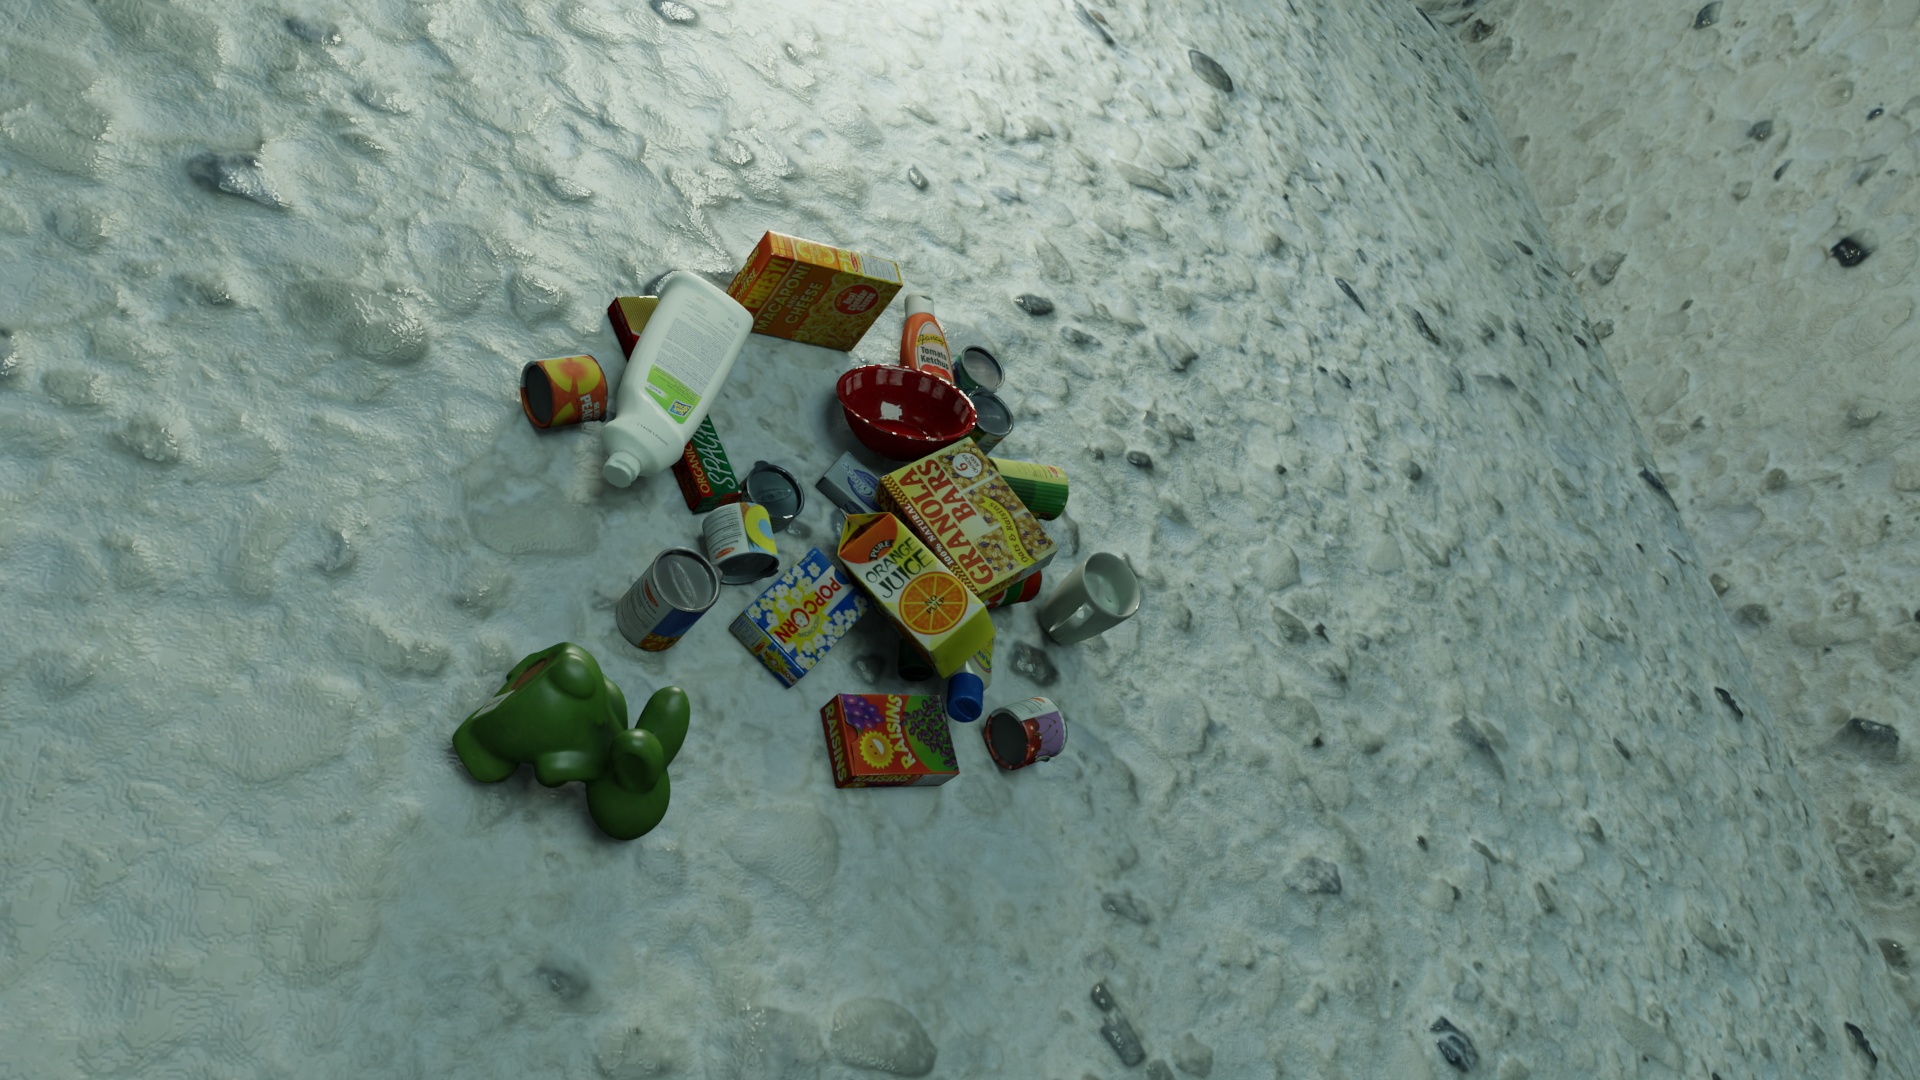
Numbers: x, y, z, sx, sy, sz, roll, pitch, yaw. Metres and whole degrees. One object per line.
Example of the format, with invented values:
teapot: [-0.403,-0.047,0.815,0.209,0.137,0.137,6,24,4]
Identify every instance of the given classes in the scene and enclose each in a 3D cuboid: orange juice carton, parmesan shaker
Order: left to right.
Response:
orange juice carton: [-0.057,0.043,1.406,0.073,0.071,0.193,-40,61,-11]
parmesan shaker: [0.066,-0.061,1.632,0.103,0.071,0.071,6,57,-35]

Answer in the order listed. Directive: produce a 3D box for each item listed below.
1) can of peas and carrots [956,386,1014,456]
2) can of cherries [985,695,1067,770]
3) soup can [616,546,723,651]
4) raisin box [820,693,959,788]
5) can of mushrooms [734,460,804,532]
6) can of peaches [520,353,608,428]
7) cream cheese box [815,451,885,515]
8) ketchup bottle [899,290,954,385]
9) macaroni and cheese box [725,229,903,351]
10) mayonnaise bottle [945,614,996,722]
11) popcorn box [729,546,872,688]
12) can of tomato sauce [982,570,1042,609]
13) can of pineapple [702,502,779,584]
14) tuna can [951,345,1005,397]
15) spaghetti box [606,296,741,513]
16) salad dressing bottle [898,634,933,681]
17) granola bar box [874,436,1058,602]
can of peas and carrots: [0.019,-0.138,1.653,0.071,0.058,0.071,22,48,-26]
can of cherries: [0.068,0.202,1.442,0.058,0.071,0.071,-10,68,-43]
soup can: [-0.264,0.054,1.265,0.071,0.083,0.072,21,49,-27]
raisin box: [-0.068,0.195,1.354,0.123,0.040,0.086,6,58,-35]
can of mushrooms: [-0.198,-0.045,1.428,0.071,0.033,0.071,21,50,-26]
can of peaches: [-0.378,-0.141,1.326,0.058,0.071,0.071,-14,70,-44]
cream cheese box: [-0.102,-0.046,1.512,0.104,0.024,0.054,41,43,-7]
ketchup bottle: [-0.045,-0.236,1.684,0.065,0.043,0.149,15,52,-31]
macaroni and cheese box: [-0.168,-0.277,1.554,0.167,0.123,0.040,7,54,-36]
mayonnaise bottle: [0.008,0.125,1.439,0.064,0.041,0.149,48,25,-27]
popcorn box: [-0.157,0.075,1.371,0.085,0.038,0.127,45,43,-2]
can of tomato sauce: [0.038,0.040,1.531,0.083,0.071,0.071,-9,67,-42]
can of pineapple: [-0.214,0.004,1.357,0.071,0.070,0.058,4,58,-37]
tuna can: [0.020,-0.204,1.720,0.071,0.032,0.071,21,49,-26]
spaghetti box: [-0.294,-0.143,1.424,0.050,0.028,0.250,-10,67,-42]
salad dressing bottle: [-0.045,0.075,1.458,0.064,0.043,0.148,17,52,-21]
granola bar box: [0.005,-0.019,1.483,0.125,0.038,0.166,-27,69,-29]
